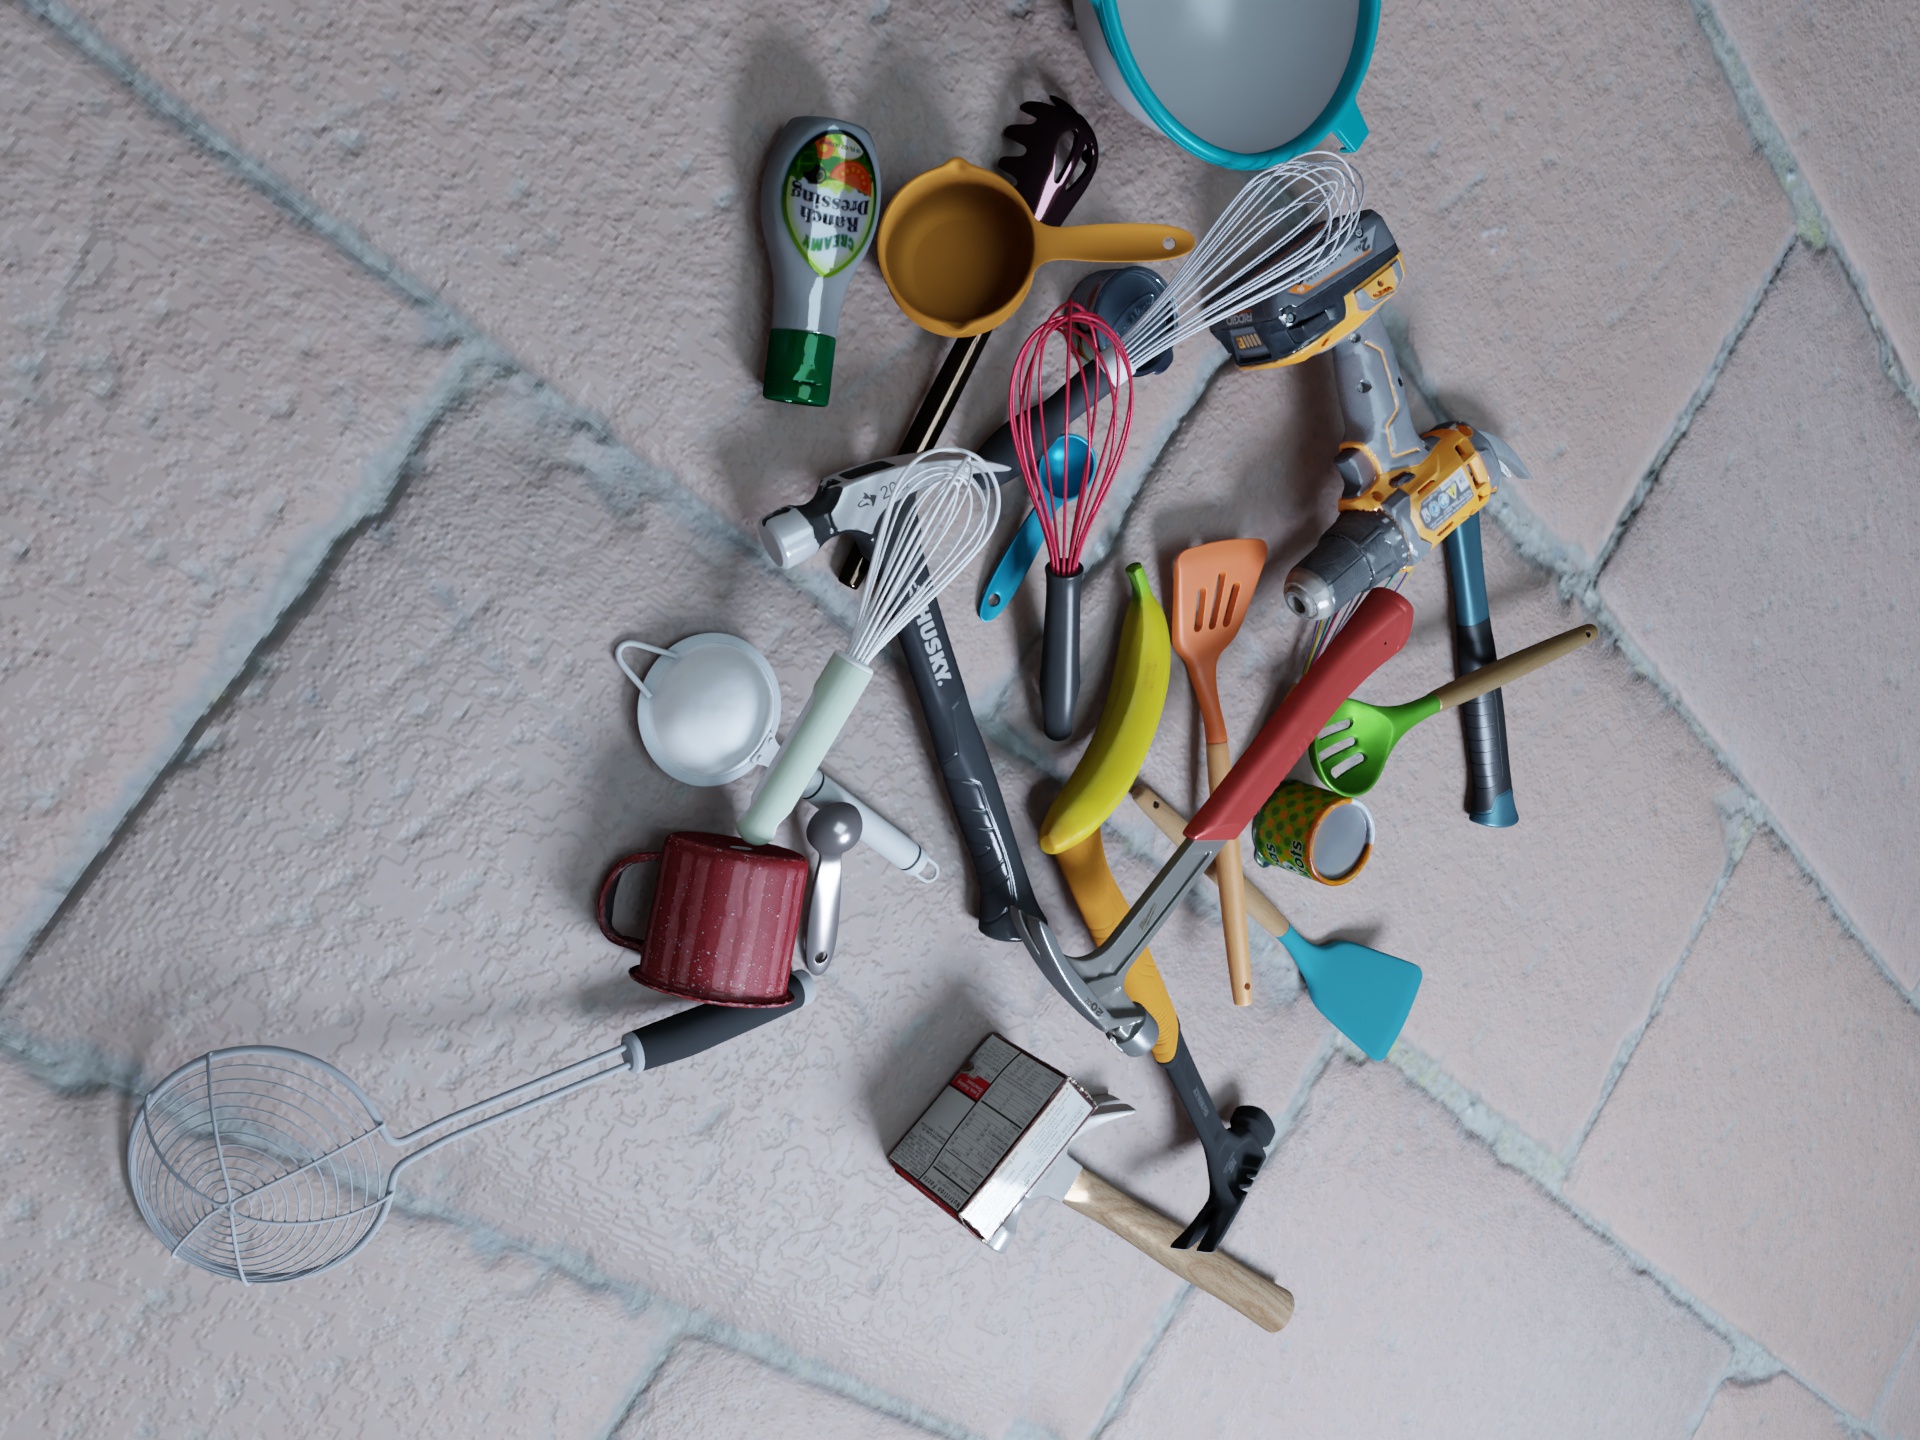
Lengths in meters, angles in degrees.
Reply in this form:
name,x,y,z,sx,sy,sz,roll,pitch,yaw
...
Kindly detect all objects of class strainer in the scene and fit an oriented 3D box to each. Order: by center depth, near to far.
name,x,y,z,sx,sy,sz,roll,pitch,yaw
strainer,0.085,-0.415,0.900,0.340,0.095,0.211,-13,106,-28
strainer,-0.092,0.030,0.921,0.258,0.050,0.087,40,75,-36

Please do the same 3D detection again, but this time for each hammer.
name,x,y,z,sx,sy,sz,roll,pitch,yaw
hammer,-0.002,-0.003,0.961,0.146,0.035,0.334,-29,119,-19
hammer,0.180,0.042,1.038,0.359,0.037,0.149,-49,126,-16
hammer,0.129,0.205,1.089,0.127,0.034,0.336,-48,121,-43
hammer,0.147,0.376,1.162,0.331,0.031,0.130,39,79,-34
hammer,0.394,-0.064,1.220,0.128,0.033,0.330,-24,114,-25

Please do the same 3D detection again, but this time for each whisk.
name,x,y,z,sx,sy,sz,roll,pitch,yaw
whisk,-0.055,-0.039,0.868,0.059,0.058,0.246,31,93,-8
whisk,0.116,-0.231,0.937,0.284,0.070,0.070,-38,123,10
whisk,0.062,-0.107,0.941,0.073,0.073,0.295,-23,132,-27
whisk,0.260,-0.040,1.134,0.047,0.051,0.245,31,87,-40

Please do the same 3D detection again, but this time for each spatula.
name,x,y,z,sx,sy,sz,roll,pitch,yaw
spatula,0.183,0.039,1.086,0.081,0.041,0.322,-10,97,-31
spatula,0.227,0.138,1.152,0.317,0.044,0.082,41,71,-32

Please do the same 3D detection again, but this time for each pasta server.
name,x,y,z,sx,sy,sz,roll,pitch,yaw
pasta server,0.002,-0.221,0.933,0.060,0.040,0.316,27,90,-35

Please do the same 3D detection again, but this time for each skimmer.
name,x,y,z,sx,sy,sz,roll,pitch,yaw
skimmer,-0.246,0.193,0.864,0.363,0.090,0.127,-16,107,-40

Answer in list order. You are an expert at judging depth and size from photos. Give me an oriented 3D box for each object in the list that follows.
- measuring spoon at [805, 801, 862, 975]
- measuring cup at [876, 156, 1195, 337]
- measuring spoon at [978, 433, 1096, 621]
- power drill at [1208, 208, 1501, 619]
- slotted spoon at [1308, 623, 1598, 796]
name,x,y,z,sx,sy,sz,roll,pitch,yaw
measuring spoon,-0.076,0.104,0.941,0.034,0.018,0.124,-7,122,-27
measuring cup,0.041,-0.259,0.888,0.173,0.052,0.095,-1,91,0
measuring spoon,0.041,-0.121,0.990,0.042,0.021,0.128,26,96,-34
power drill,0.250,-0.194,1.052,0.185,0.084,0.226,-39,112,-19
slotted spoon,0.369,-0.019,1.180,0.313,0.031,0.070,-22,93,-28
